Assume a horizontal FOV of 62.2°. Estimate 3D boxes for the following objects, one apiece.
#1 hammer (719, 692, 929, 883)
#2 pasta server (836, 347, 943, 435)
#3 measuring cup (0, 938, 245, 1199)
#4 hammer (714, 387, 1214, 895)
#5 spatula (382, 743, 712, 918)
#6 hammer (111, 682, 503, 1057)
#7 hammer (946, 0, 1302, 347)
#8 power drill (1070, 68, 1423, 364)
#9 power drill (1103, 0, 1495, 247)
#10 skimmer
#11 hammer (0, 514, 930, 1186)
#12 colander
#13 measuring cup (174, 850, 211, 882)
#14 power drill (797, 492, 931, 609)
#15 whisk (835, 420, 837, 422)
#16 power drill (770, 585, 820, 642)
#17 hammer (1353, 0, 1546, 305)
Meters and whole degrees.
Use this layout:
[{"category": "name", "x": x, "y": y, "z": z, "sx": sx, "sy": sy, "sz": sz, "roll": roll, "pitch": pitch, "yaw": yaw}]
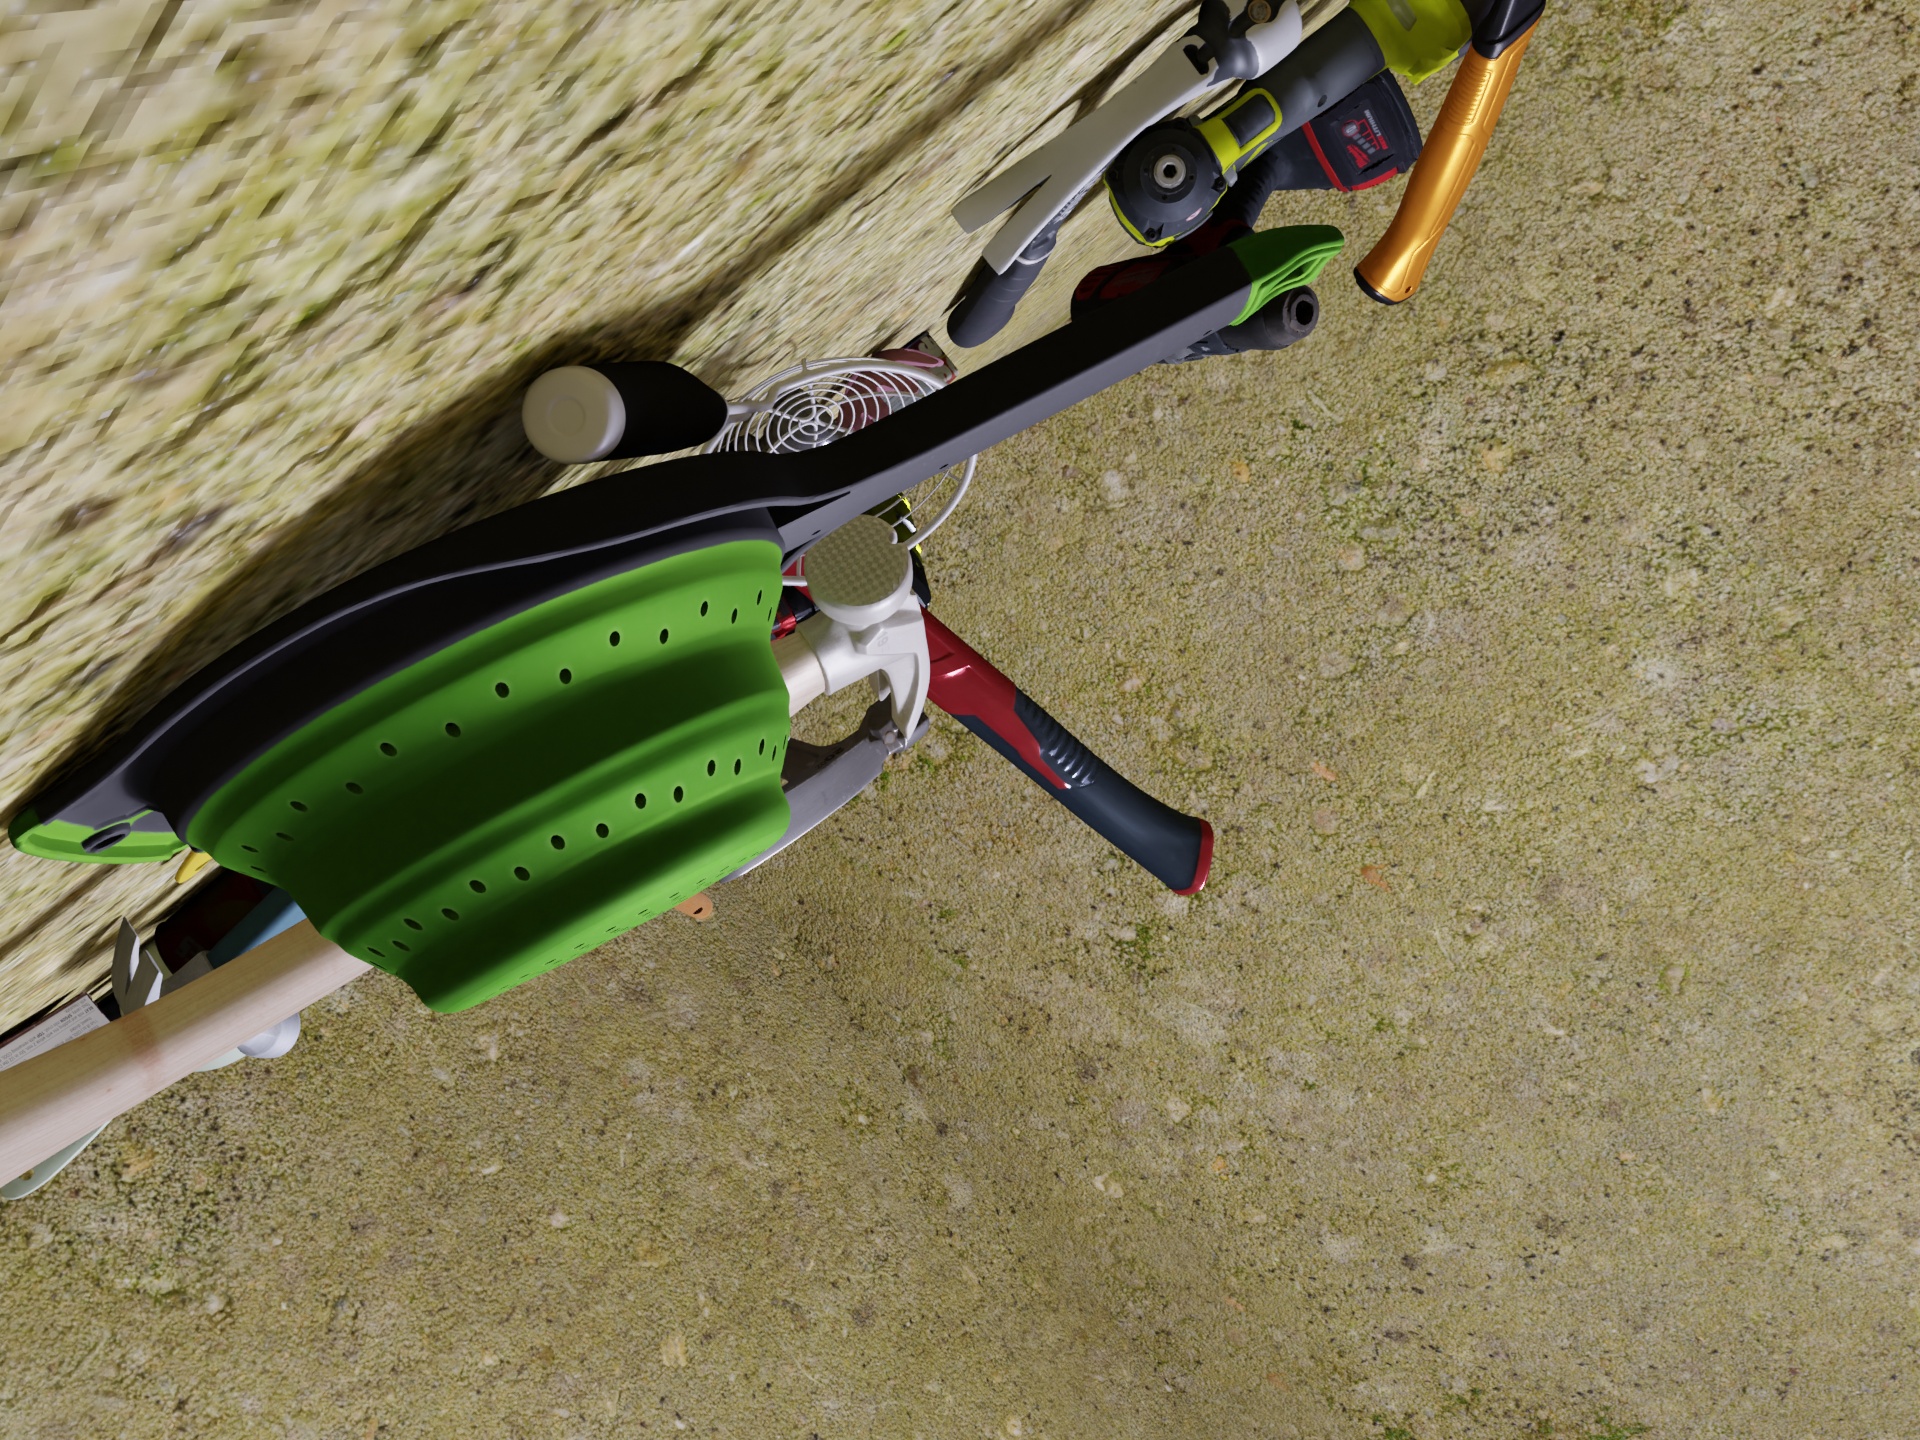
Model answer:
[{"category": "hammer", "x": -0.178, "y": 0.006, "z": 0.979, "sx": 0.149, "sy": 0.036, "sz": 0.359, "roll": -36, "pitch": -150, "yaw": -28}, {"category": "pasta server", "x": -0.080, "y": -0.135, "z": 0.996, "sx": 0.060, "sy": 0.040, "sz": 0.316, "roll": -59, "pitch": -177, "yaw": -29}, {"category": "measuring cup", "x": -0.432, "y": 0.177, "z": 0.828, "sx": 0.168, "sy": 0.083, "sz": 0.038, "roll": -51, "pitch": 176, "yaw": -27}, {"category": "hammer", "x": -0.001, "y": -0.003, "z": 0.844, "sx": 0.143, "sy": 0.386, "sz": 0.038, "roll": -41, "pitch": -147, "yaw": 14}, {"category": "spatula", "x": -0.166, "y": 0.048, "z": 0.670, "sx": 0.081, "sy": 0.041, "sz": 0.322, "roll": -40, "pitch": 156, "yaw": -2}, {"category": "hammer", "x": -0.252, "y": 0.033, "z": 0.725, "sx": 0.331, "sy": 0.033, "sz": 0.128, "roll": -45, "pitch": 159, "yaw": 3}, {"category": "hammer", "x": 0.037, "y": -0.238, "z": 0.790, "sx": 0.149, "sy": 0.036, "sz": 0.409, "roll": -39, "pitch": -173, "yaw": -5}, {"category": "power drill", "x": 0.190, "y": -0.309, "z": 0.983, "sx": 0.227, "sy": 0.080, "sz": 0.188, "roll": -51, "pitch": -146, "yaw": -13}, {"category": "power drill", "x": 0.180, "y": -0.341, "z": 0.861, "sx": 0.223, "sy": 0.080, "sz": 0.171, "roll": -35, "pitch": -171, "yaw": 12}, {"category": "skimmer", "x": -0.062, "y": -0.078, "z": 0.541, "sx": 0.127, "sy": 0.090, "sz": 0.363, "roll": -28, "pitch": -172, "yaw": 9}, {"category": "hammer", "x": -0.192, "y": 0.064, "z": 0.586, "sx": 0.410, "sy": 0.038, "sz": 0.146, "roll": -31, "pitch": 161, "yaw": -10}, {"category": "colander", "x": -0.044, "y": -0.022, "z": 0.453, "sx": 0.397, "sy": 0.094, "sz": 0.204, "roll": -28, "pitch": 178, "yaw": -9}, {"category": "measuring cup", "x": -0.253, "y": 0.031, "z": 0.600, "sx": 0.156, "sy": 0.029, "sz": 0.062, "roll": -38, "pitch": -173, "yaw": 32}, {"category": "power drill", "x": -0.133, "y": -0.108, "z": 1.220, "sx": 0.228, "sy": 0.080, "sz": 0.191, "roll": -32, "pitch": -134, "yaw": 19}, {"category": "whisk", "x": -0.126, "y": -0.137, "z": 1.070, "sx": 0.239, "sy": 0.055, "sz": 0.055, "roll": -49, "pitch": -170, "yaw": -21}, {"category": "power drill", "x": -0.187, "y": -0.039, "z": 0.928, "sx": 0.219, "sy": 0.078, "sz": 0.143, "roll": -32, "pitch": -174, "yaw": -13}, {"category": "hammer", "x": 0.271, "y": -0.333, "z": 0.795, "sx": 0.127, "sy": 0.034, "sz": 0.336, "roll": -25, "pitch": 159, "yaw": -16}]
